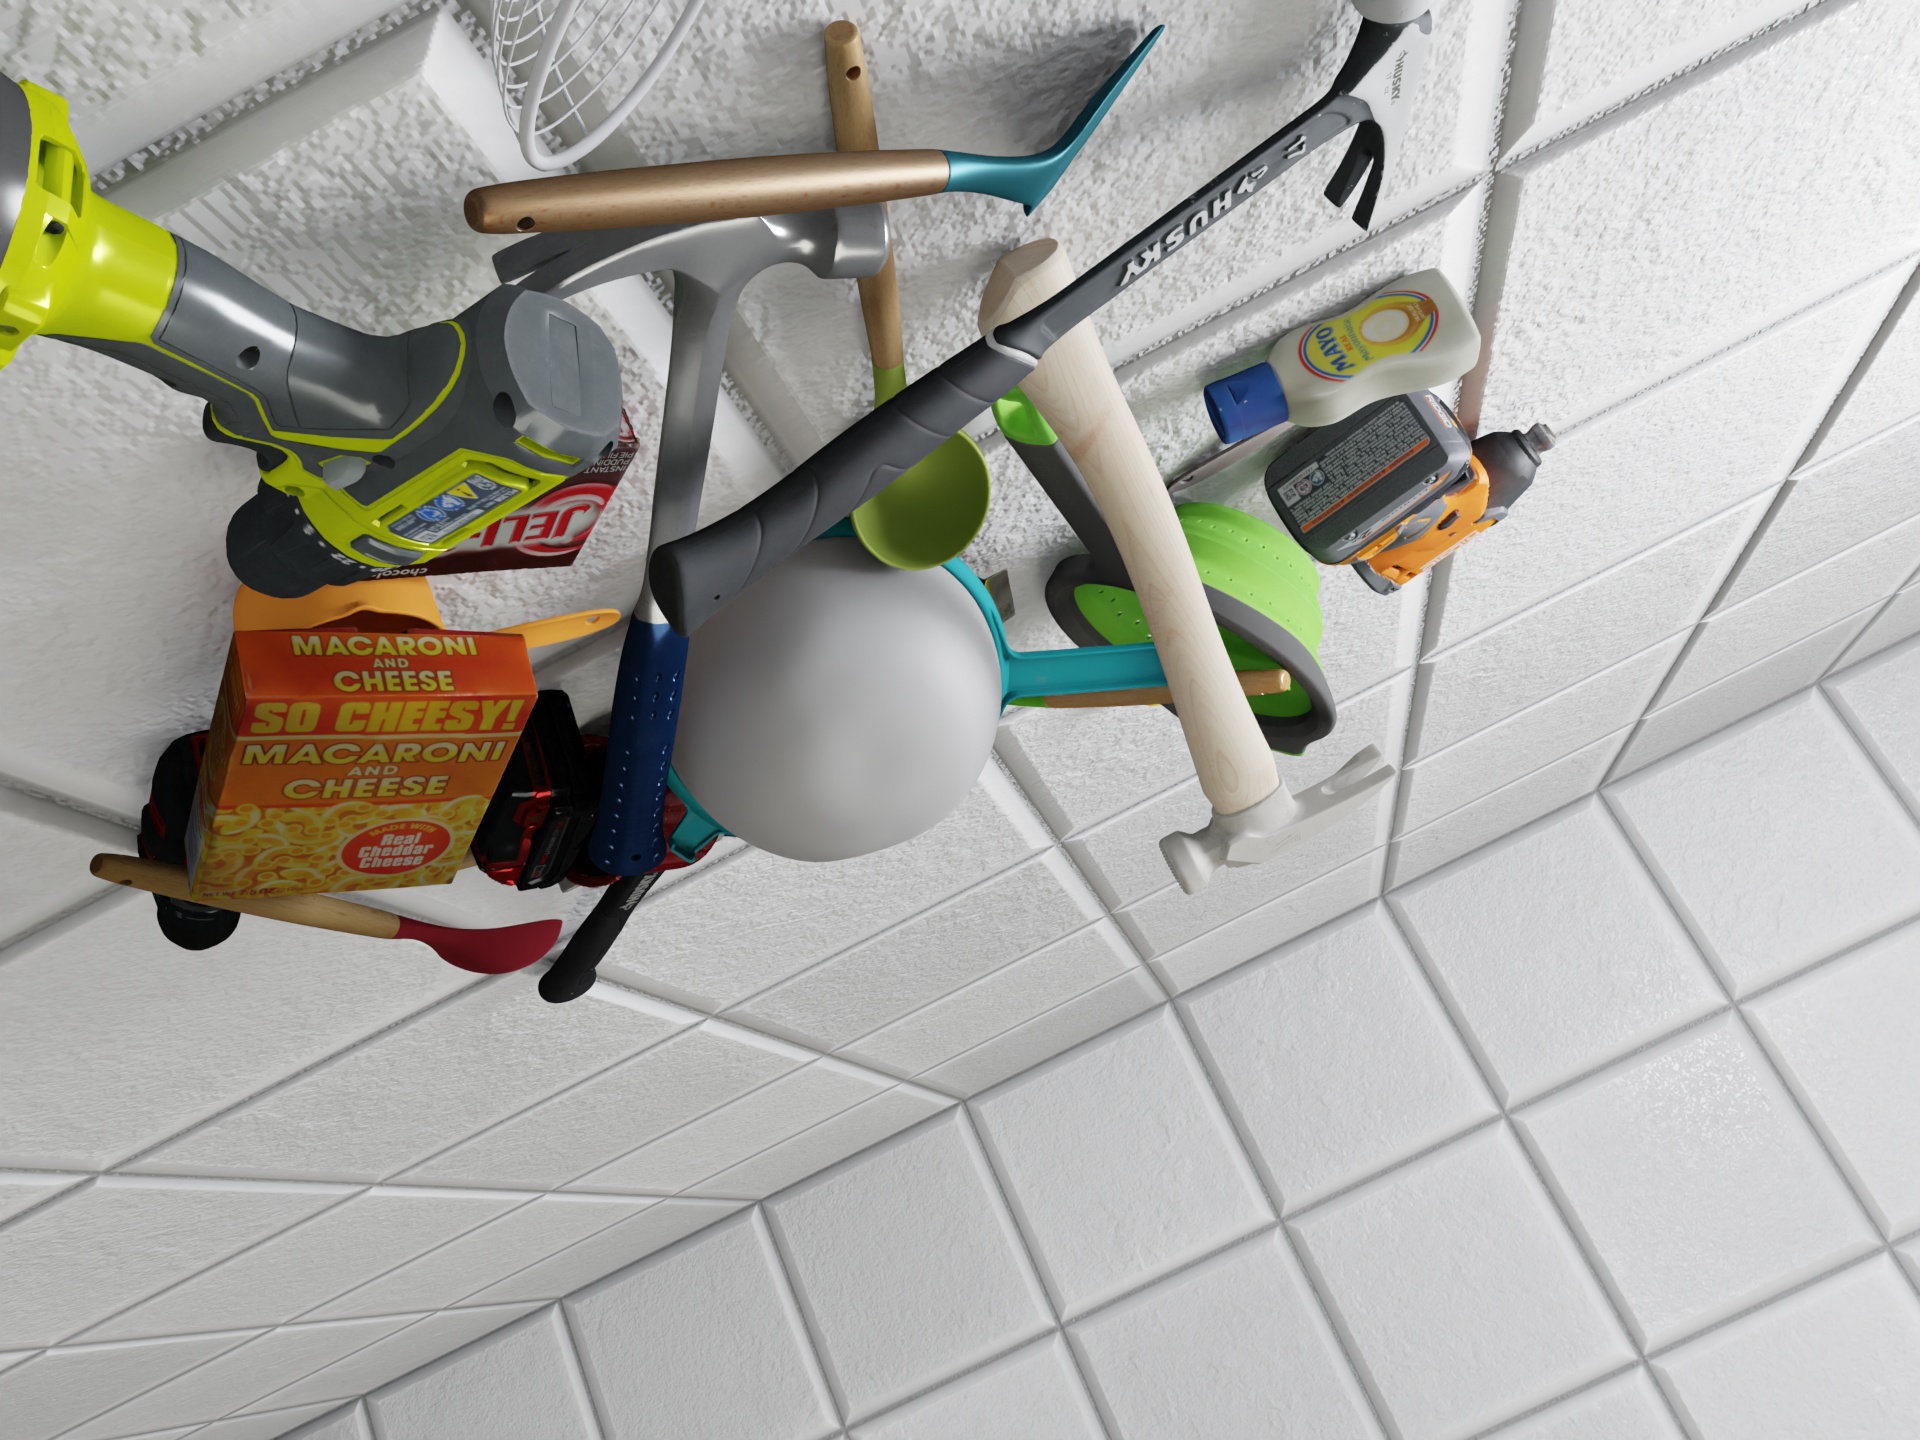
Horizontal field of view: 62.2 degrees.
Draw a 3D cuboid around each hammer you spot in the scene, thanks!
[{"bbox_3d":[-0.140,-0.057,0.720,0.144,0.035,0.405,-11,144,-26],"label":"hammer"},{"bbox_3d":[0.119,-0.073,0.843,0.146,0.038,0.410,-28,128,2],"label":"hammer"},{"bbox_3d":[-0.264,0.144,1.179,0.146,0.035,0.334,-13,160,-34],"label":"hammer"},{"bbox_3d":[0.037,-0.168,0.678,0.409,0.036,0.149,-37,157,-5],"label":"hammer"}]

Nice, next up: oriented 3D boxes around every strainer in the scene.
[{"bbox_3d":[-0.001,-0.003,0.879,0.340,0.095,0.210,-5,120,-14],"label":"strainer"}]

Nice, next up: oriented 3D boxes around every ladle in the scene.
[{"bbox_3d":[-0.029,-0.170,0.708,0.078,0.062,0.320,-29,157,-10],"label":"ladle"},{"bbox_3d":[-0.329,0.107,0.865,0.069,0.031,0.315,-24,156,18],"label":"ladle"}]

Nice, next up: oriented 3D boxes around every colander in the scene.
[{"bbox_3d":[0.128,-0.111,0.965,0.094,0.205,0.396,-61,143,-13],"label":"colander"}]

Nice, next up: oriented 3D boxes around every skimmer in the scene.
[{"bbox_3d":[0.022,-0.252,0.518,0.363,0.090,0.127,-16,169,-25],"label":"skimmer"}]

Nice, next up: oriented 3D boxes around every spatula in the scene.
[{"bbox_3d":[-0.034,-0.199,0.561,0.317,0.044,0.082,-22,164,-41],"label":"spatula"}]

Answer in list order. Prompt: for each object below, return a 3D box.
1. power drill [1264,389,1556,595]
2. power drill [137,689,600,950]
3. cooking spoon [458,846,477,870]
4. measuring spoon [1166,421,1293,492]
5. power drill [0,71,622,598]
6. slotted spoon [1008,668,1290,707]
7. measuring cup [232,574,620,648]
[{"bbox_3d":[0.312,-0.162,1.076,0.164,0.084,0.226,-36,160,24],"label":"power drill"},{"bbox_3d":[-0.334,0.063,0.888,0.226,0.080,0.187,-7,153,-33],"label":"power drill"},{"bbox_3d":[-0.217,0.059,1.081,0.319,0.017,0.068,-16,159,-25],"label":"cooking spoon"},{"bbox_3d":[0.177,-0.177,0.982,0.124,0.018,0.034,-29,160,28],"label":"measuring spoon"},{"bbox_3d":[-0.253,-0.106,0.516,0.190,0.080,0.228,-20,157,33],"label":"power drill"},{"bbox_3d":[0.080,-0.017,1.041,0.070,0.031,0.314,2,176,-45],"label":"slotted spoon"},{"bbox_3d":[-0.248,-0.053,0.743,0.173,0.052,0.095,-13,156,-33],"label":"measuring cup"}]
